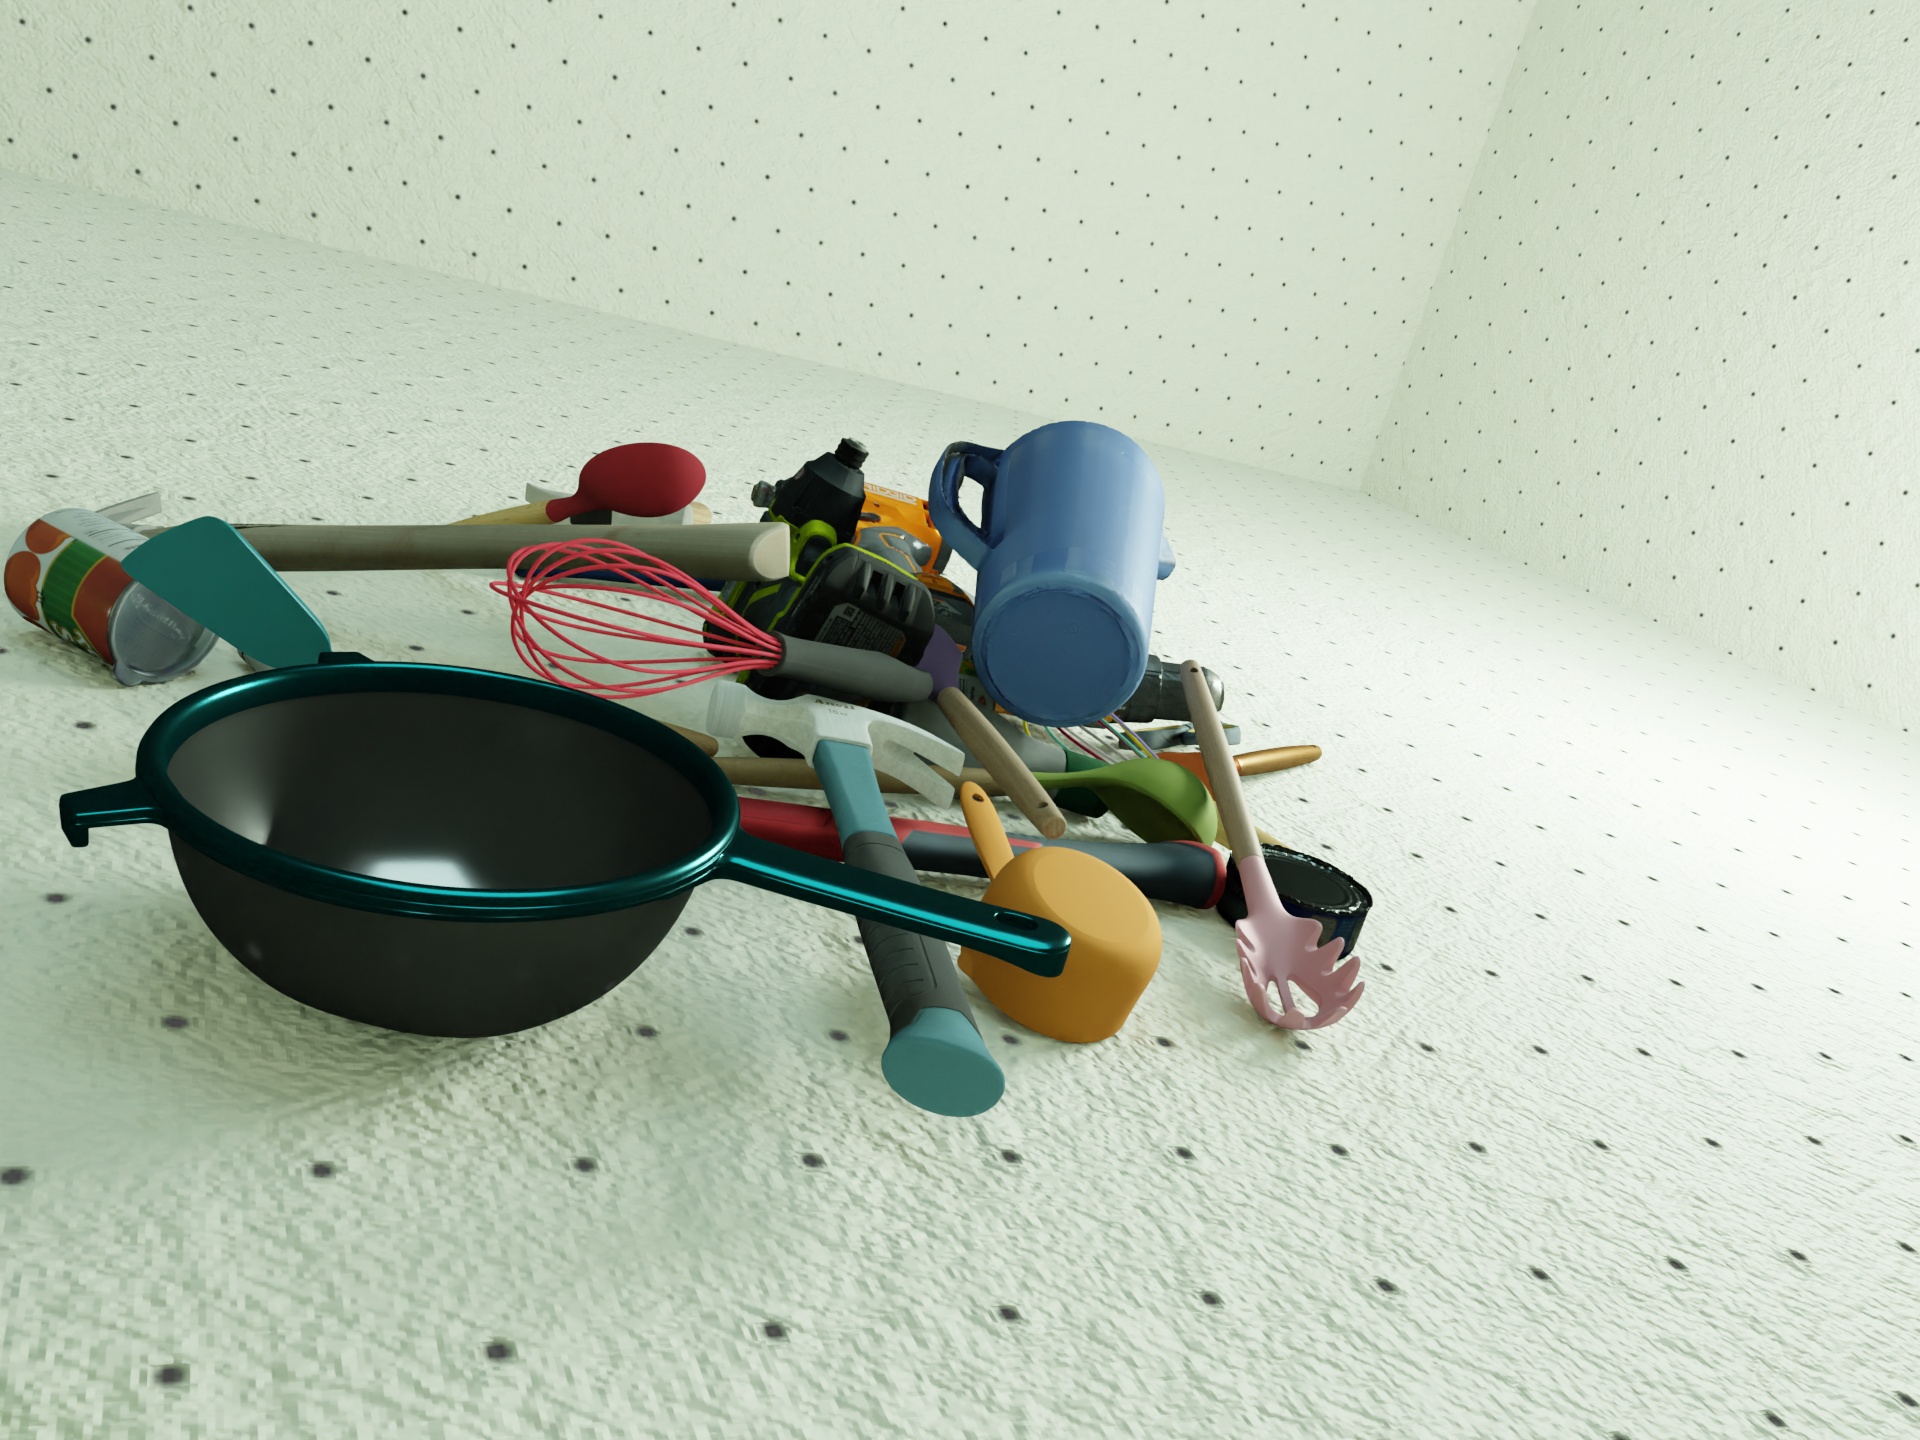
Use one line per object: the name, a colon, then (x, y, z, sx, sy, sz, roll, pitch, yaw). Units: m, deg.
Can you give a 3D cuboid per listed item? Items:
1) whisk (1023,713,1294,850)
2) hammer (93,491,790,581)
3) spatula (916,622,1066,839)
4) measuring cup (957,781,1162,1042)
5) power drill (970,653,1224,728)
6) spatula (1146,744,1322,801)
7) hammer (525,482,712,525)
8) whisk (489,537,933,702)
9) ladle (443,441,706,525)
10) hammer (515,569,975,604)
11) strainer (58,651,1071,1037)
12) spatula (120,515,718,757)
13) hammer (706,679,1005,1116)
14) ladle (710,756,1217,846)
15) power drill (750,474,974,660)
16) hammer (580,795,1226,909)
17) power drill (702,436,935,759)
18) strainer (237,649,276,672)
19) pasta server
whisk: (0.141, 0.046, 1.012, 0.245, 0.051, 0.047, 33, 38, 25)
hammer: (-0.305, -0.103, 0.926, 0.410, 0.038, 0.146, 0, 18, -2)
spatula: (-0.001, -0.003, 0.890, 0.060, 0.018, 0.316, -23, 25, -9)
measuring cup: (0.038, 0.072, 0.766, 0.095, 0.052, 0.174, 10, 36, -29)
power drill: (0.100, -0.071, 1.219, 0.185, 0.084, 0.226, 6, 33, -3)
spatula: (0.201, 0.040, 1.153, 0.081, 0.041, 0.322, 28, 16, 27)
hammer: (-0.248, -0.162, 1.255, 0.130, 0.031, 0.331, 7, 7, 1)
whisk: (-0.107, -0.036, 0.787, 0.073, 0.073, 0.295, 29, 11, 35)
ladle: (-0.275, -0.132, 1.019, 0.315, 0.031, 0.069, -4, -21, 43)
hammer: (-0.153, -0.109, 1.261, 0.405, 0.035, 0.144, 5, 21, -34)
strainer: (-0.133, 0.073, 0.598, 0.340, 0.095, 0.211, 15, 18, 1)
spatula: (-0.237, -0.025, 0.778, 0.082, 0.044, 0.317, -15, -20, 36)
hammer: (-0.039, 0.065, 0.716, 0.128, 0.033, 0.331, 10, 21, -17)
ladle: (0.000, 0.047, 0.918, 0.320, 0.062, 0.078, 3, -9, -17)
power drill: (-0.076, -0.115, 1.197, 0.164, 0.084, 0.227, 14, 30, -17)
hammer: (-0.025, 0.070, 0.817, 0.386, 0.038, 0.143, 9, 20, -24)
power drill: (-0.092, -0.078, 0.995, 0.080, 0.171, 0.223, 25, 17, -25)
strainer: (-0.306, -0.004, 0.786, 0.259, 0.050, 0.086, 27, 15, 40)
pasta server: (0.159, 0.057, 0.894, 0.060, 0.040, 0.317, 0, 38, -5)
